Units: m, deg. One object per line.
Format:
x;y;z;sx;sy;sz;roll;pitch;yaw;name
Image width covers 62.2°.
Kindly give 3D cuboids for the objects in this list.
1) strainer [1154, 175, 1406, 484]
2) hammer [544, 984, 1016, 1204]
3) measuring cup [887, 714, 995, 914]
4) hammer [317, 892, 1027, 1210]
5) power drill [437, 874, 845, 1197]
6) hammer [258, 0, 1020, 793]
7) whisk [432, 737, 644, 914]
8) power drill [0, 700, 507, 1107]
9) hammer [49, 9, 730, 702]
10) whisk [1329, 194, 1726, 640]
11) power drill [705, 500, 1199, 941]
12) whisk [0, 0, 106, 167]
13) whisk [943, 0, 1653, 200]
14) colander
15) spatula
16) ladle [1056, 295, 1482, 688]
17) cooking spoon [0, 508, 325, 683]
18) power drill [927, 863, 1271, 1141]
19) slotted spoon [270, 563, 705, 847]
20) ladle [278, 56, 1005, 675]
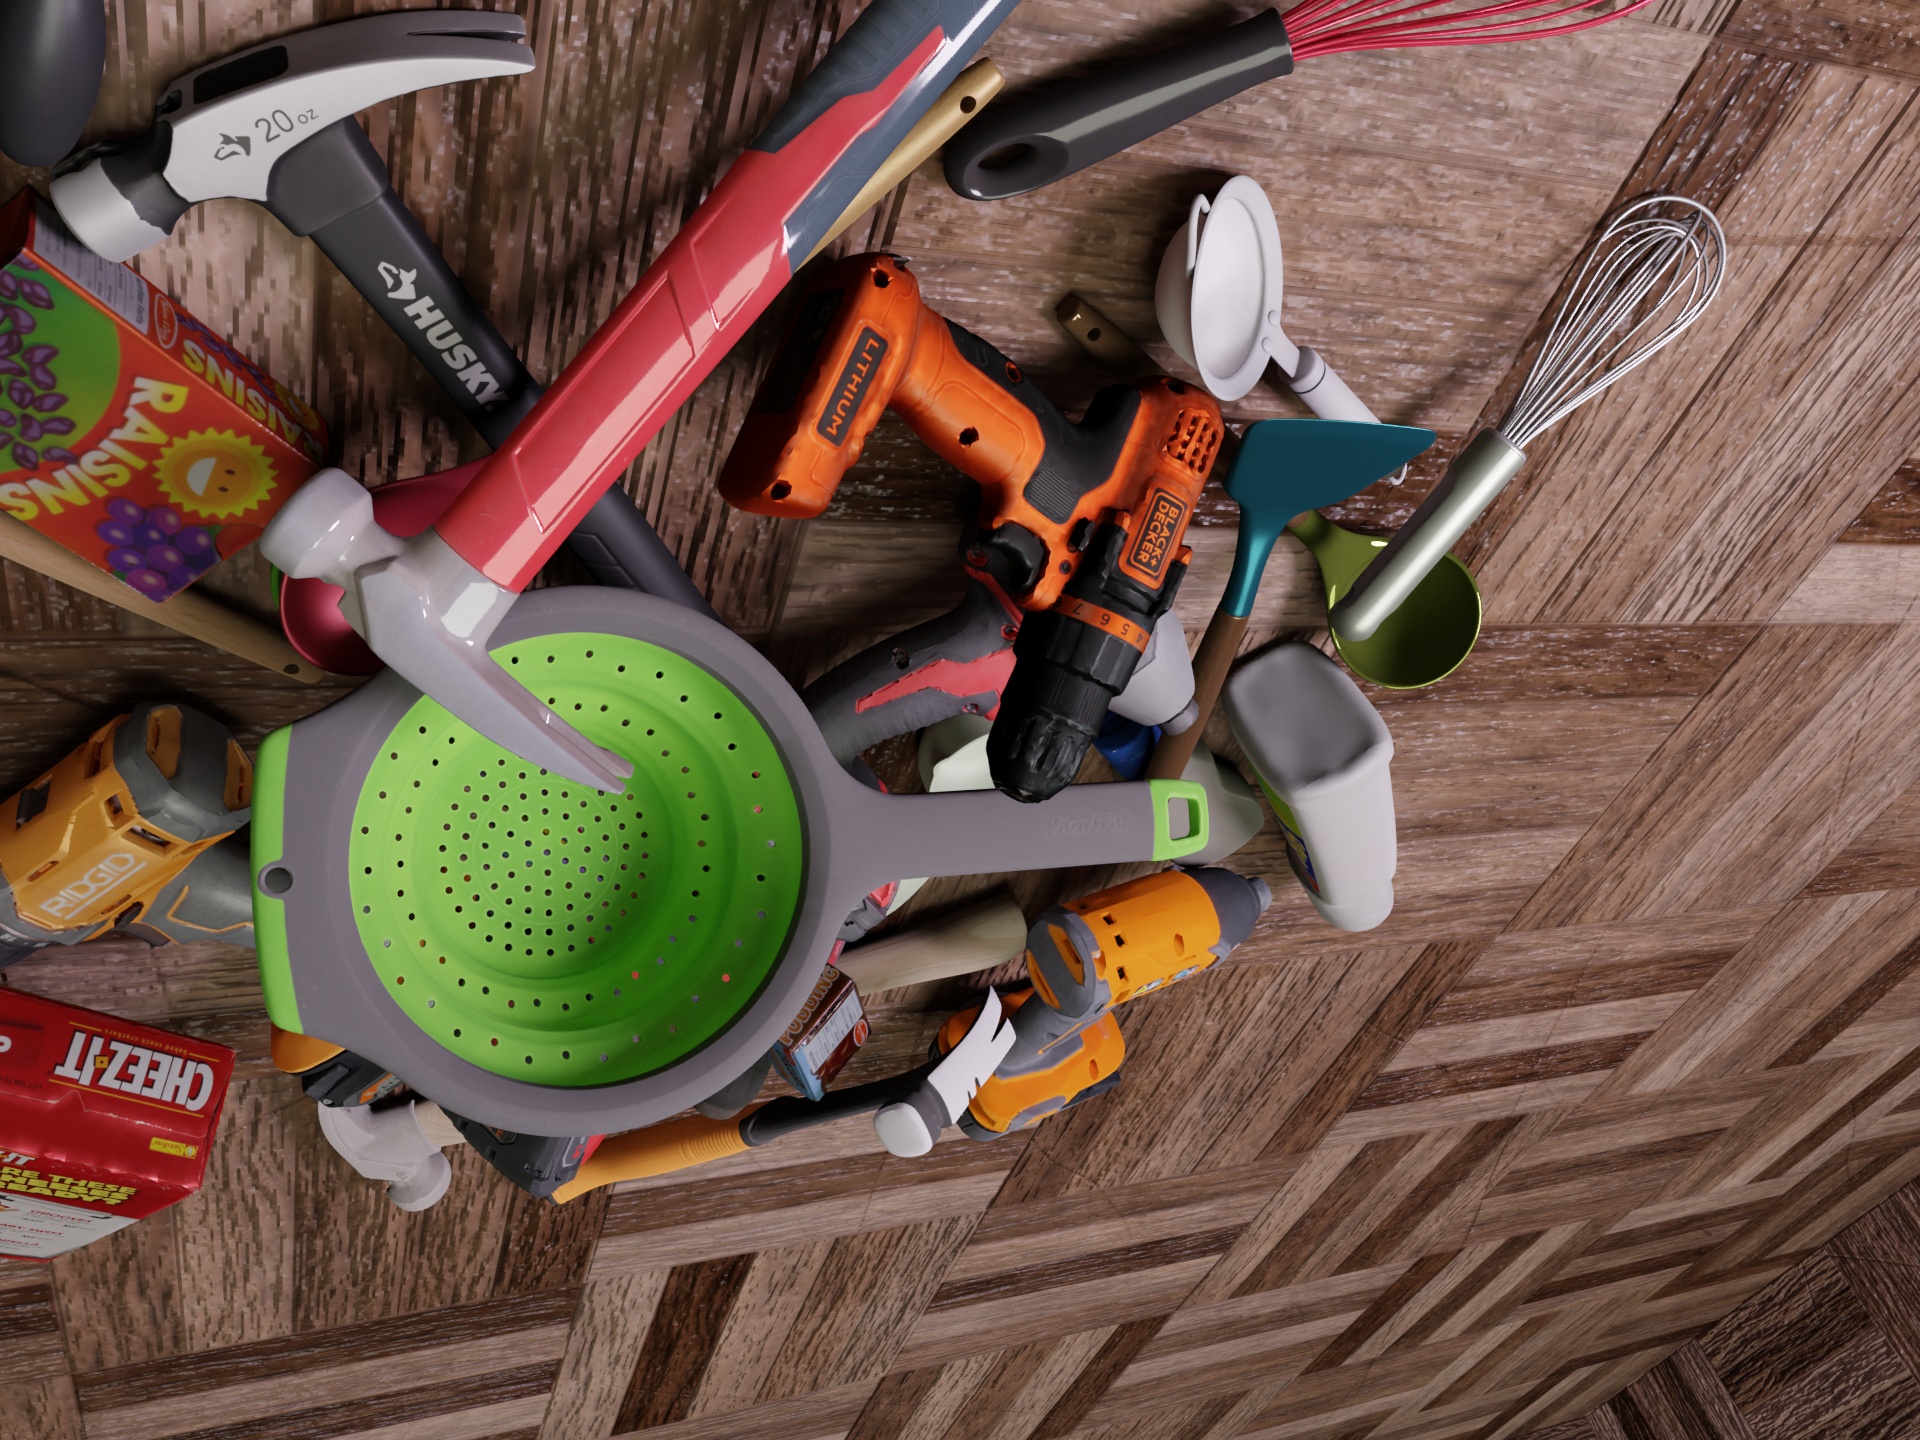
0.142;-0.154;0.689;0.258;0.050;0.087;25;78;-50;strainer
-0.124;0.234;0.934;0.337;0.034;0.127;-22;-171;32;hammer
-0.010;0.046;0.851;0.083;0.038;0.167;11;132;-36;measuring cup
-0.158;0.175;0.929;0.410;0.038;0.146;-19;140;-7;hammer
-0.148;0.152;0.797;0.226;0.080;0.187;-16;136;-56;power drill
-0.049;-0.152;0.510;0.143;0.038;0.386;41;99;-13;hammer
-0.189;0.067;0.789;0.047;0.051;0.244;-11;150;18;whisk
-0.338;0.099;0.716;0.185;0.084;0.226;-32;138;14;power drill
-0.155;-0.107;0.599;0.146;0.035;0.334;-26;142;4;hammer
0.256;-0.134;0.734;0.059;0.058;0.246;37;103;-7;whisk
-0.001;-0.002;0.737;0.219;0.079;0.143;-36;115;13;power drill
-0.206;-0.253;0.385;0.070;0.070;0.284;8;137;-33;whisk
0.132;-0.249;0.563;0.296;0.073;0.073;-20;142;7;whisk
-0.081;0.051;0.665;0.397;0.204;0.094;-2;178;-26;colander
0.125;-0.028;0.764;0.082;0.044;0.317;1;137;-14;spatula
0.150;-0.102;0.744;0.078;0.062;0.319;-45;135;16;ladle
-0.357;-0.079;0.540;0.068;0.017;0.318;-38;139;19;cooking spoon
0.087;0.165;0.970;0.164;0.084;0.226;-14;152;-33;power drill
-0.187;-0.005;0.708;0.070;0.031;0.313;-41;143;-2;slotted spoon
-0.112;-0.122;0.551;0.315;0.031;0.069;-37;137;10;ladle
